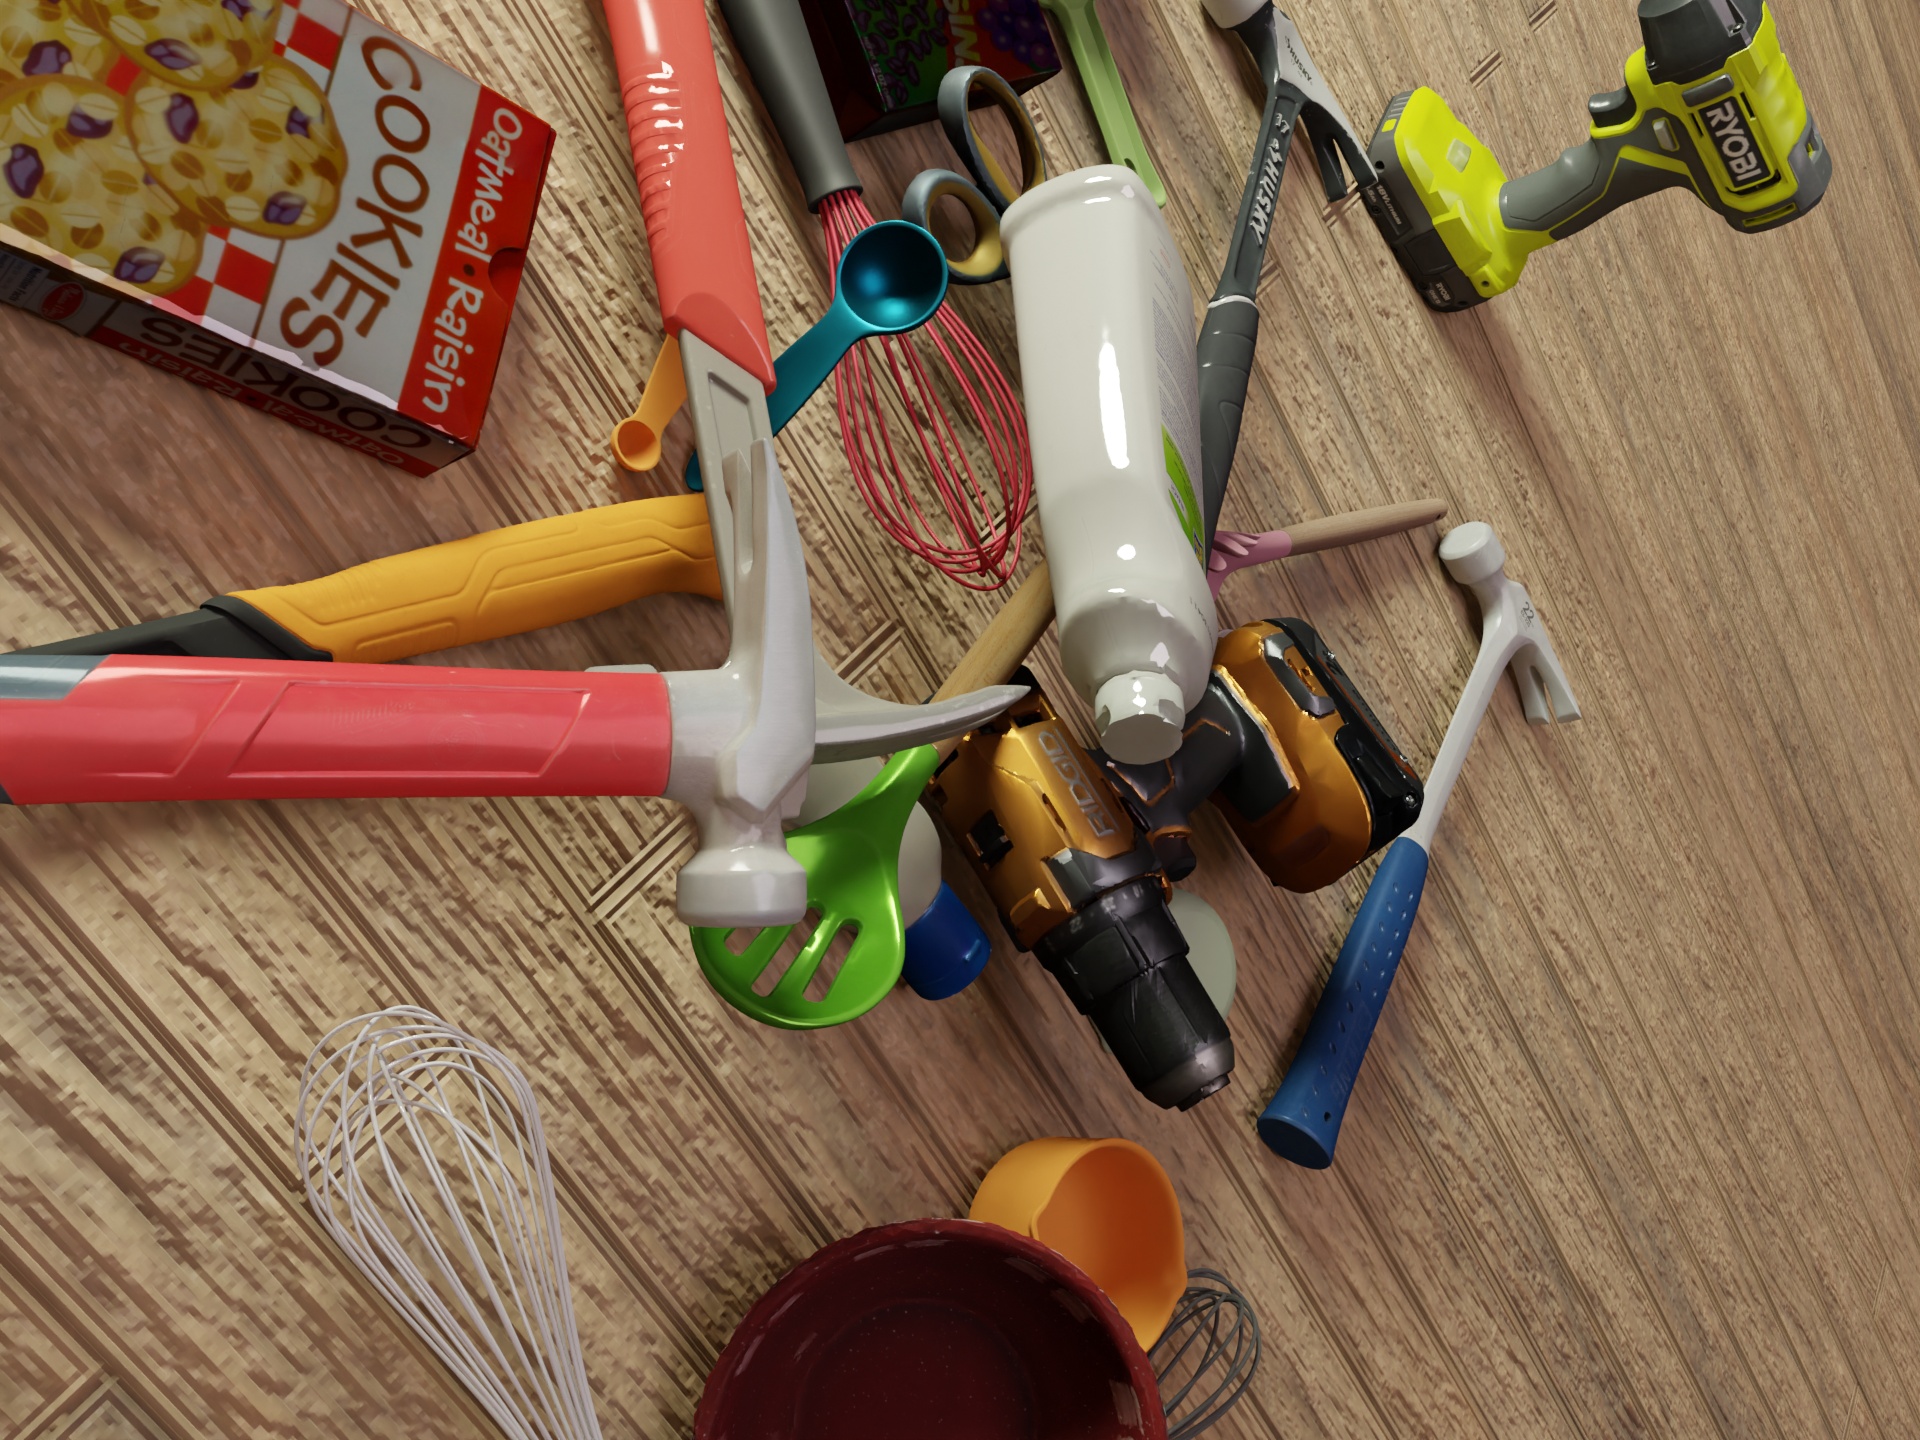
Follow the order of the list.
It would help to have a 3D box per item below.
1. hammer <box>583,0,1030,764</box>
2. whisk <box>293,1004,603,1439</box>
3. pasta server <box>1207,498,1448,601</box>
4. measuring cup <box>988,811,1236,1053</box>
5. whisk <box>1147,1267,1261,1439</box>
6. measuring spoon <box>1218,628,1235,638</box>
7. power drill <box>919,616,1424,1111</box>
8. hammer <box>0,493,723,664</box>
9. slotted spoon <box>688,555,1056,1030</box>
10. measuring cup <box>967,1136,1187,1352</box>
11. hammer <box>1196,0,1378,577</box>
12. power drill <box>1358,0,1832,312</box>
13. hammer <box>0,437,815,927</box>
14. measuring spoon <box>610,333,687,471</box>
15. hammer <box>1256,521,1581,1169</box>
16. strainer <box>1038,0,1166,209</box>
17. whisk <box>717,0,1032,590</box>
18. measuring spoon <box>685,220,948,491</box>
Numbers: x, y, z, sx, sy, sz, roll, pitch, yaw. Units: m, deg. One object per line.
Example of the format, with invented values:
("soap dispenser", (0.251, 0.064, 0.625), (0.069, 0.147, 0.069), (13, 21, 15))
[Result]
("hammer", (-0.081, -0.160, 0.553), (0.149, 0.036, 0.359), (-5, 75, -27))
("whisk", (-0.122, 0.213, 0.483), (0.070, 0.070, 0.284), (-32, 109, -42))
("pasta server", (0.189, -0.092, 0.844), (0.316, 0.060, 0.040), (-16, 57, -46))
("measuring cup", (0.064, 0.085, 0.692), (0.167, 0.038, 0.083), (45, 55, -30))
("whisk", (0.046, 0.307, 0.634), (0.239, 0.055, 0.055), (-34, 106, -37))
("measuring spoon", (0.164, -0.019, 0.818), (0.124, 0.018, 0.034), (28, 78, -38))
("power drill", (0.102, 0.050, 0.671), (0.226, 0.084, 0.185), (-14, 66, -43))
("hammer", (-0.188, -0.038, 0.480), (0.337, 0.034, 0.127), (-20, 97, -44))
("slotted spoon", (-0.001, -0.002, 0.582), (0.070, 0.031, 0.314), (32, 47, 4))
("measuring cup", (0.032, 0.249, 0.624), (0.095, 0.052, 0.174), (33, 63, -35))
("hammer", (0.140, -0.212, 0.791), (0.149, 0.036, 0.409), (42, 50, -33))
("power drill", (0.353, -0.335, 0.914), (0.171, 0.223, 0.080), (46, 54, -28))
("hammer", (-0.215, -0.013, 0.379), (0.386, 0.038, 0.143), (1, 86, -31))
("measuring spoon", (-0.105, -0.138, 0.596), (0.021, 0.011, 0.117), (40, 54, -32))
("hammer", (0.257, 0.069, 0.880), (0.144, 0.035, 0.406), (51, 52, -24))
("strainer", (0.065, -0.374, 0.755), (0.151, 0.069, 0.256), (-28, 100, -43))
("whisk", (-0.042, -0.189, 0.633), (0.073, 0.073, 0.296), (-23, 92, -43))
("measuring spoon", (-0.054, -0.131, 0.594), (0.042, 0.128, 0.021), (46, 5, 9))
